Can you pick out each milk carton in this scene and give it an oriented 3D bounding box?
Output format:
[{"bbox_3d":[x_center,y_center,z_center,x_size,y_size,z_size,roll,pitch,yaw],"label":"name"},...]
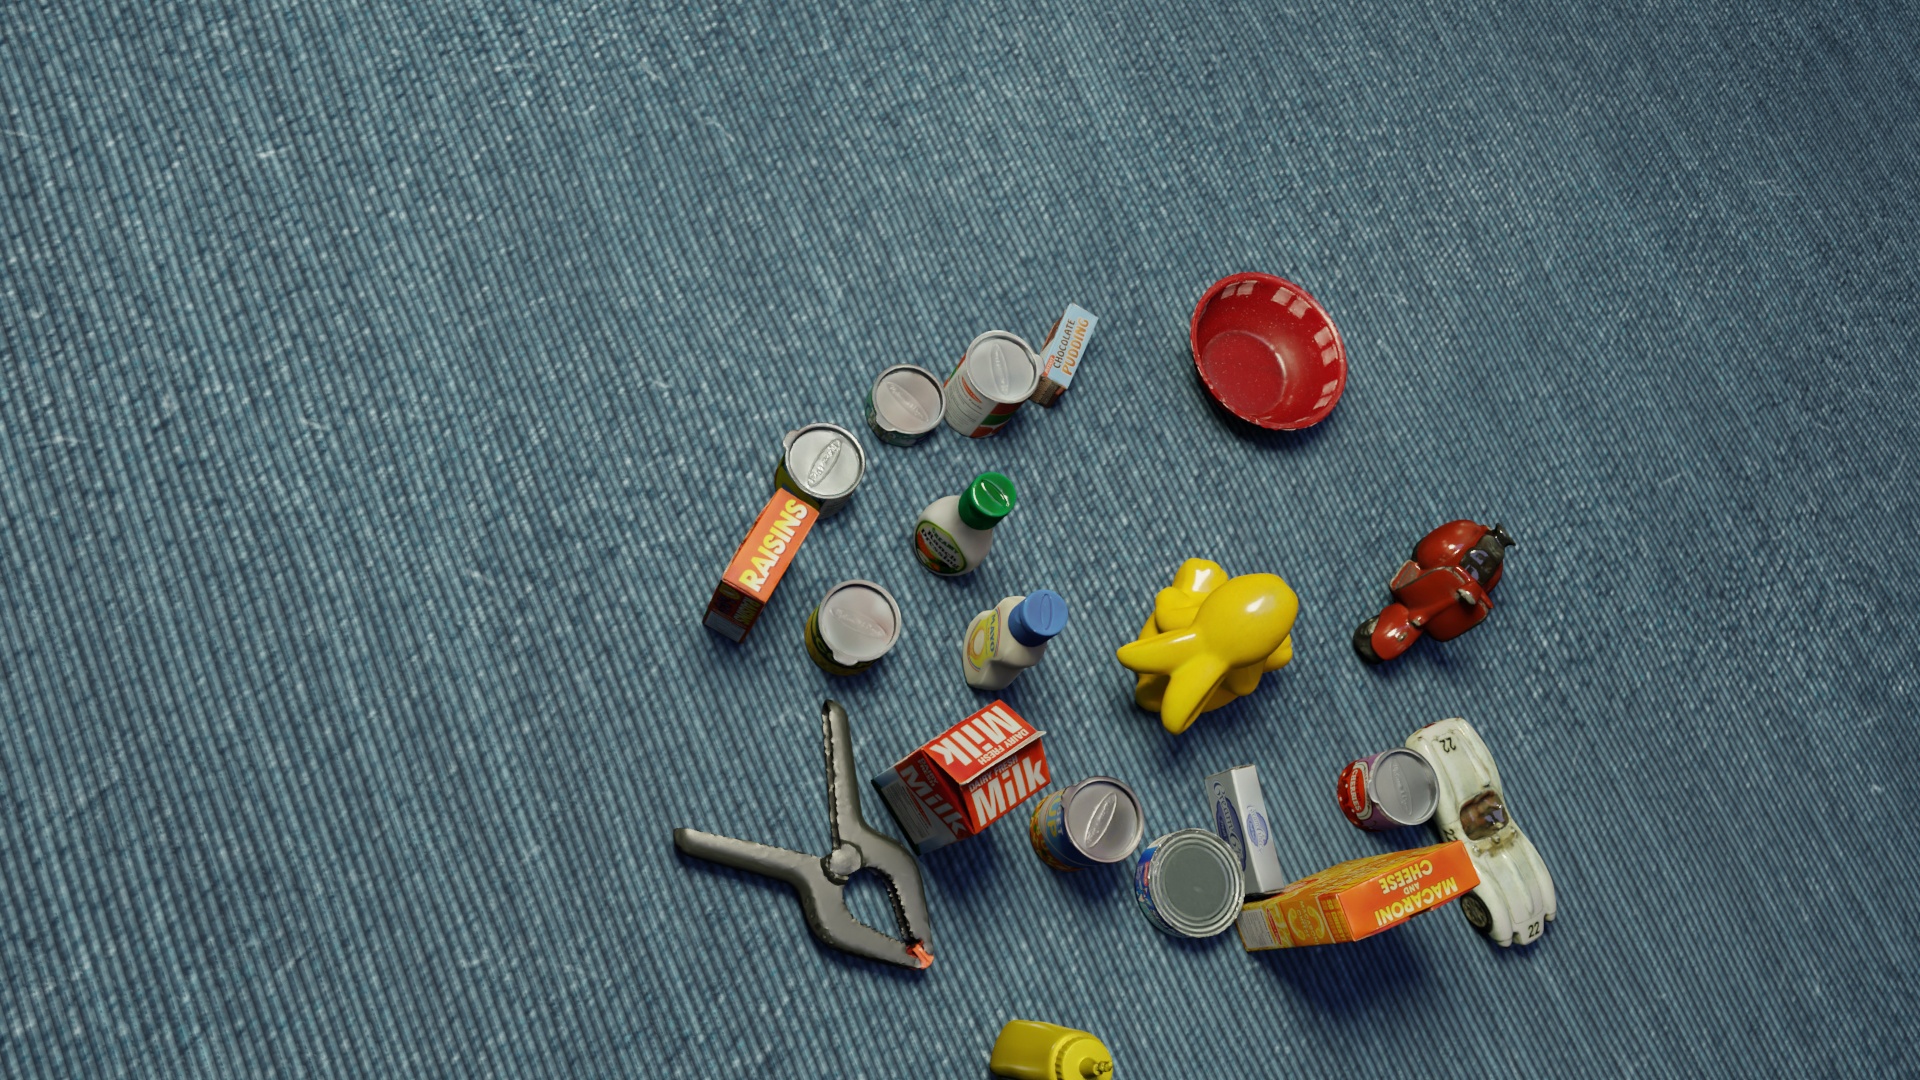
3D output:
[{"bbox_3d":[0.003,0.175,1.025,0.072,0.190,0.073,-30,83,-24],"label":"milk carton"}]

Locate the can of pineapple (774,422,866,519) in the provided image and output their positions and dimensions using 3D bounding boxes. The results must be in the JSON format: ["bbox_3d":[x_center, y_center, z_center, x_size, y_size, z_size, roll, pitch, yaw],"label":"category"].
[{"bbox_3d":[-0.117,-0.058,1.139,0.071,0.057,0.071,6,70,-16],"label":"can of pineapple"}]

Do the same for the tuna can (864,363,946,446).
[{"bbox_3d":[-0.049,-0.114,1.195,0.071,0.032,0.071,6,70,-16],"label":"tuna can"}]

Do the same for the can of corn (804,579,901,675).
[{"bbox_3d":[-0.088,0.072,1.104,0.071,0.058,0.071,6,70,-16],"label":"can of corn"}]

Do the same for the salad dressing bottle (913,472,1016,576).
[{"bbox_3d":[0.004,-0.014,1.114,0.064,0.147,0.044,47,65,2],"label":"salad dressing bottle"}]

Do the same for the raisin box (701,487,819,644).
[{"bbox_3d":[-0.155,0.021,1.064,0.040,0.123,0.086,32,65,-6],"label":"raisin box"}]

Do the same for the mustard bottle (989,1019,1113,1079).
[{"bbox_3d":[0.071,0.375,0.994,0.065,0.159,0.049,28,66,-7],"label":"mustard bottle"}]

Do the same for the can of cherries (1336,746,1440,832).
[{"bbox_3d":[0.367,0.216,1.202,0.071,0.058,0.071,6,70,-16],"label":"can of cherries"}]

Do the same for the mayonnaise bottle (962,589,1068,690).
[{"bbox_3d":[0.042,0.075,1.095,0.041,0.147,0.065,8,70,-15],"label":"mayonnaise bottle"}]

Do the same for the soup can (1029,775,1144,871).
[{"bbox_3d":[0.096,0.223,1.097,0.071,0.083,0.071,6,70,-16],"label":"soup can"}]

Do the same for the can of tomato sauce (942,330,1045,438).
[{"bbox_3d":[0.026,-0.134,1.198,0.071,0.082,0.071,6,70,-16],"label":"can of tomato sauce"}]

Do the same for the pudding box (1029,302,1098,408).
[{"bbox_3d":[0.090,-0.166,1.249,0.030,0.049,0.084,28,66,-8],"label":"pudding box"}]

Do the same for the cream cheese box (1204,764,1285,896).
[{"bbox_3d":[0.235,0.242,1.153,0.024,0.053,0.104,-6,74,-20],"label":"cream cheese box"}]

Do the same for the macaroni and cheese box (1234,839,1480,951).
[{"bbox_3d":[0.309,0.284,1.100,0.124,0.166,0.040,-16,78,-22],"label":"macaroni and cheese box"}]
